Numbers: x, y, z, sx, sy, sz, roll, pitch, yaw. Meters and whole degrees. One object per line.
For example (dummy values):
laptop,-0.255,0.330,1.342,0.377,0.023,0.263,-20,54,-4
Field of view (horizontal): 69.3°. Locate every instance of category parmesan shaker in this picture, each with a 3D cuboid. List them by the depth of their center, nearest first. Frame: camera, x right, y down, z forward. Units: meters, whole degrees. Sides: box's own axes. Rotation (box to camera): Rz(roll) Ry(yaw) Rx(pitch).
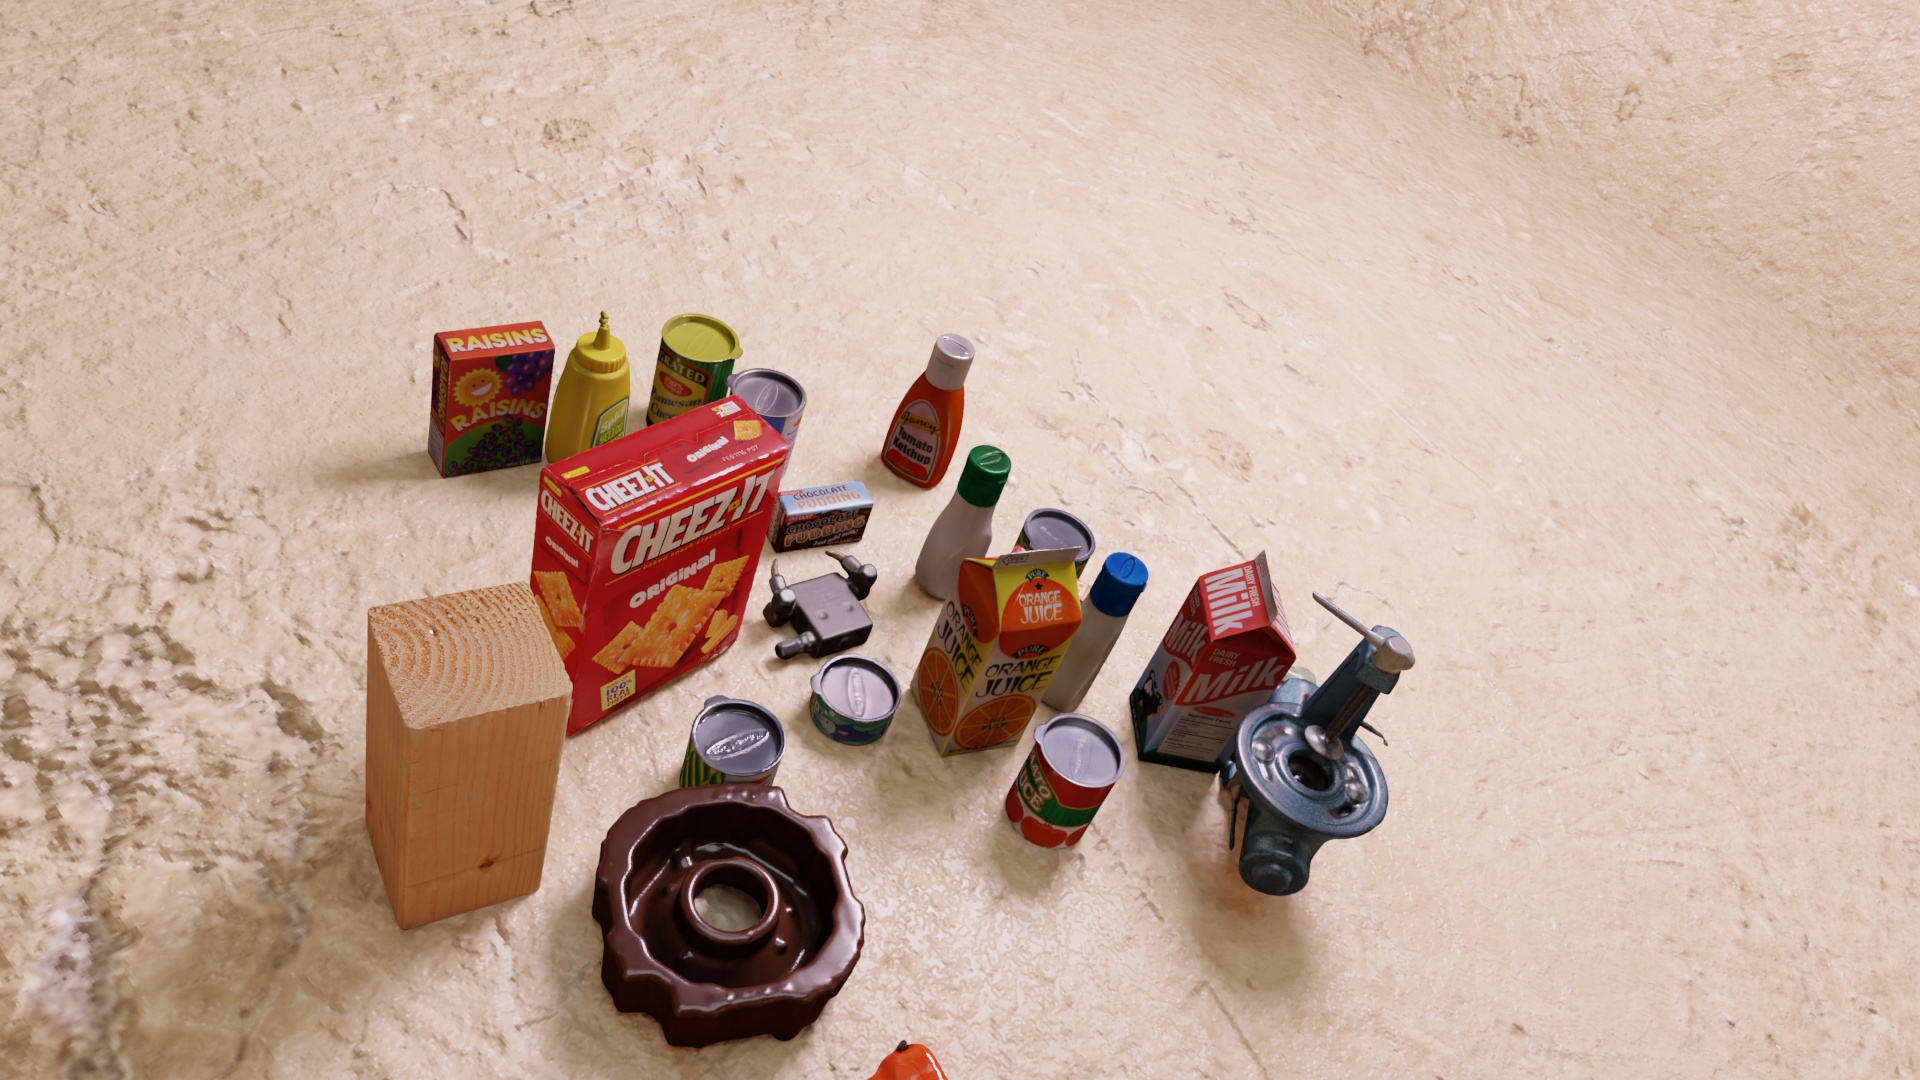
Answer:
parmesan shaker,-0.234,-0.137,1.219,0.071,0.102,0.072,12,42,-11

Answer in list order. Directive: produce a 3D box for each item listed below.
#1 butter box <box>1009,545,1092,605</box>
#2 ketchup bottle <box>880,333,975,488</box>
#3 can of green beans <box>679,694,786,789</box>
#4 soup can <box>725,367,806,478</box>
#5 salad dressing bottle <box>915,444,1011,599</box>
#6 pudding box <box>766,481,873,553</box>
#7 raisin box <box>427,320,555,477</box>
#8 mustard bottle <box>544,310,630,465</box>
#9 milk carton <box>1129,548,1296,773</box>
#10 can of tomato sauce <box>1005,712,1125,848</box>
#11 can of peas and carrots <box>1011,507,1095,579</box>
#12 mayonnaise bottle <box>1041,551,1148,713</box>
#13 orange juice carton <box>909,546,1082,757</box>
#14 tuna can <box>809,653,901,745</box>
butter box,0.080,0.051,1.194,0.103,0.052,0.024,29,41,8
ketchup bottle,-0.025,-0.119,1.257,0.065,0.148,0.044,32,42,11
can of green beans,-0.160,0.154,0.974,0.071,0.057,0.071,12,42,-11
soup can,-0.178,-0.100,1.218,0.071,0.083,0.072,12,42,-11
salad dressing bottle,0.004,-0.015,1.159,0.064,0.146,0.044,-22,57,-39
pudding box,-0.120,-0.021,1.185,0.084,0.049,0.030,-8,50,-31
raisin box,-0.377,-0.114,1.116,0.086,0.122,0.040,-13,52,-34
mustard bottle,-0.298,-0.118,1.127,0.049,0.159,0.066,31,42,10
milk carton,0.204,0.095,1.097,0.073,0.189,0.073,12,42,-12
can of tomato sauce,0.075,0.179,1.032,0.071,0.082,0.071,12,42,-11
can of peas and carrots,0.077,0.015,1.227,0.071,0.058,0.071,12,42,-11
mayonnaise bottle,0.107,0.072,1.112,0.041,0.147,0.065,28,41,7
orange juice carton,0.030,0.073,1.042,0.072,0.191,0.073,-5,48,-28
tuna can,-0.083,0.122,1.062,0.071,0.032,0.071,12,42,-11
